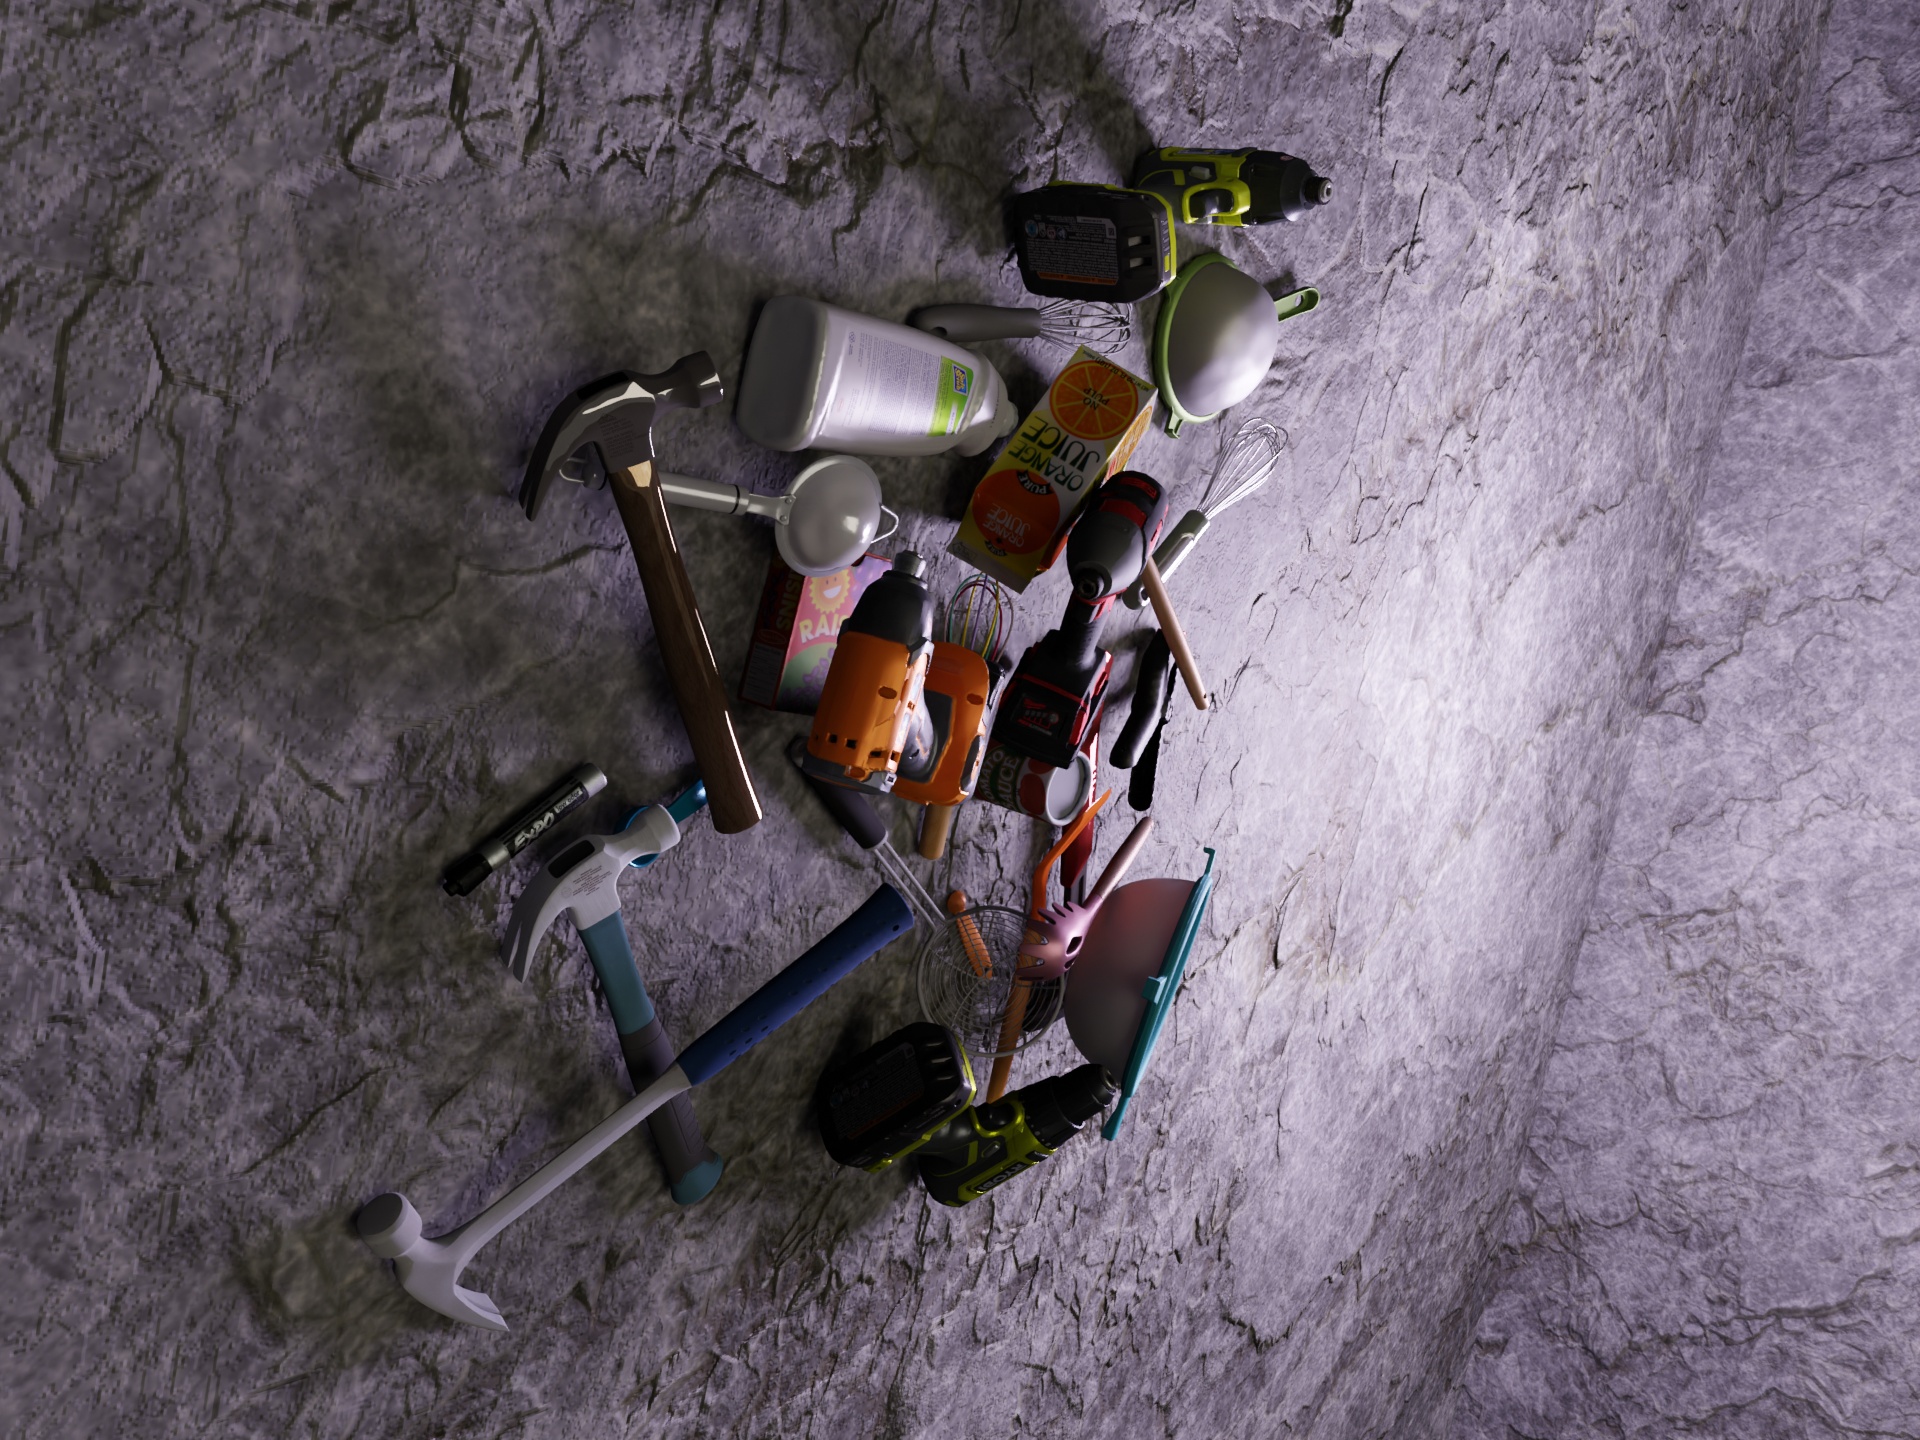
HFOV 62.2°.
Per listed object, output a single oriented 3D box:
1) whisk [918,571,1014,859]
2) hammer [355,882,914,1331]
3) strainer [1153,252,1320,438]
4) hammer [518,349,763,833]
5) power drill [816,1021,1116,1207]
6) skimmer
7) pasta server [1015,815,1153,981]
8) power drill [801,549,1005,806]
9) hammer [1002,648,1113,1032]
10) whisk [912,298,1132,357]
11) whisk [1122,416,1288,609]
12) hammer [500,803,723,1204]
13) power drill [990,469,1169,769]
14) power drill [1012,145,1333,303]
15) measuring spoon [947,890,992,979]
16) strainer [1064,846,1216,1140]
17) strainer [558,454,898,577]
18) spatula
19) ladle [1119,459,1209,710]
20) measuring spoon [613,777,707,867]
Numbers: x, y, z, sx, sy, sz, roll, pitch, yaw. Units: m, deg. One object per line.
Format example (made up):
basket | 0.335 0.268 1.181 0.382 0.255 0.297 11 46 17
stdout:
whisk | -0.002 -0.004 1.274 0.051 0.047 0.245 -6 112 -51
hammer | -0.195 0.249 1.075 0.405 0.035 0.143 -36 133 -21
strainer | 0.276 -0.357 1.452 0.256 0.069 0.151 -30 126 -39
hammer | -0.180 -0.060 1.001 0.130 0.031 0.331 -21 127 -15
power drill | 0.008 0.326 1.327 0.190 0.080 0.228 -35 141 18
skimmer | -0.027 0.141 1.258 0.127 0.090 0.362 -42 134 -9
pasta server | 0.118 0.145 1.396 0.316 0.040 0.060 -42 142 -62
power drill | -0.034 -0.023 1.134 0.226 0.084 0.164 29 77 -74
hammer | 0.101 0.104 1.448 0.149 0.037 0.359 -22 121 -45
whisk | 0.051 -0.304 1.221 0.239 0.055 0.055 -13 114 -43
whisk | 0.226 -0.192 1.477 0.246 0.059 0.057 -50 126 -19
hammer | -0.217 0.214 1.085 0.128 0.033 0.330 -29 130 -25
power drill | 0.093 -0.076 1.239 0.143 0.078 0.219 -60 171 -50
power drill | 0.163 -0.391 1.221 0.223 0.171 0.080 -32 127 -36
measuring spoon | 0.012 0.191 1.391 0.021 0.011 0.116 -47 136 -29
strainer | 0.140 0.271 1.474 0.211 0.095 0.340 -56 163 -47
strainer | -0.136 -0.138 1.021 0.258 0.050 0.087 6 111 -36
spatula | 0.069 0.208 1.407 0.081 0.041 0.322 -29 134 -65
ladle | 0.174 -0.131 1.393 0.078 0.062 0.319 -52 130 -33
measuring spoon | -0.194 0.055 1.085 0.129 0.021 0.042 -42 134 -46
